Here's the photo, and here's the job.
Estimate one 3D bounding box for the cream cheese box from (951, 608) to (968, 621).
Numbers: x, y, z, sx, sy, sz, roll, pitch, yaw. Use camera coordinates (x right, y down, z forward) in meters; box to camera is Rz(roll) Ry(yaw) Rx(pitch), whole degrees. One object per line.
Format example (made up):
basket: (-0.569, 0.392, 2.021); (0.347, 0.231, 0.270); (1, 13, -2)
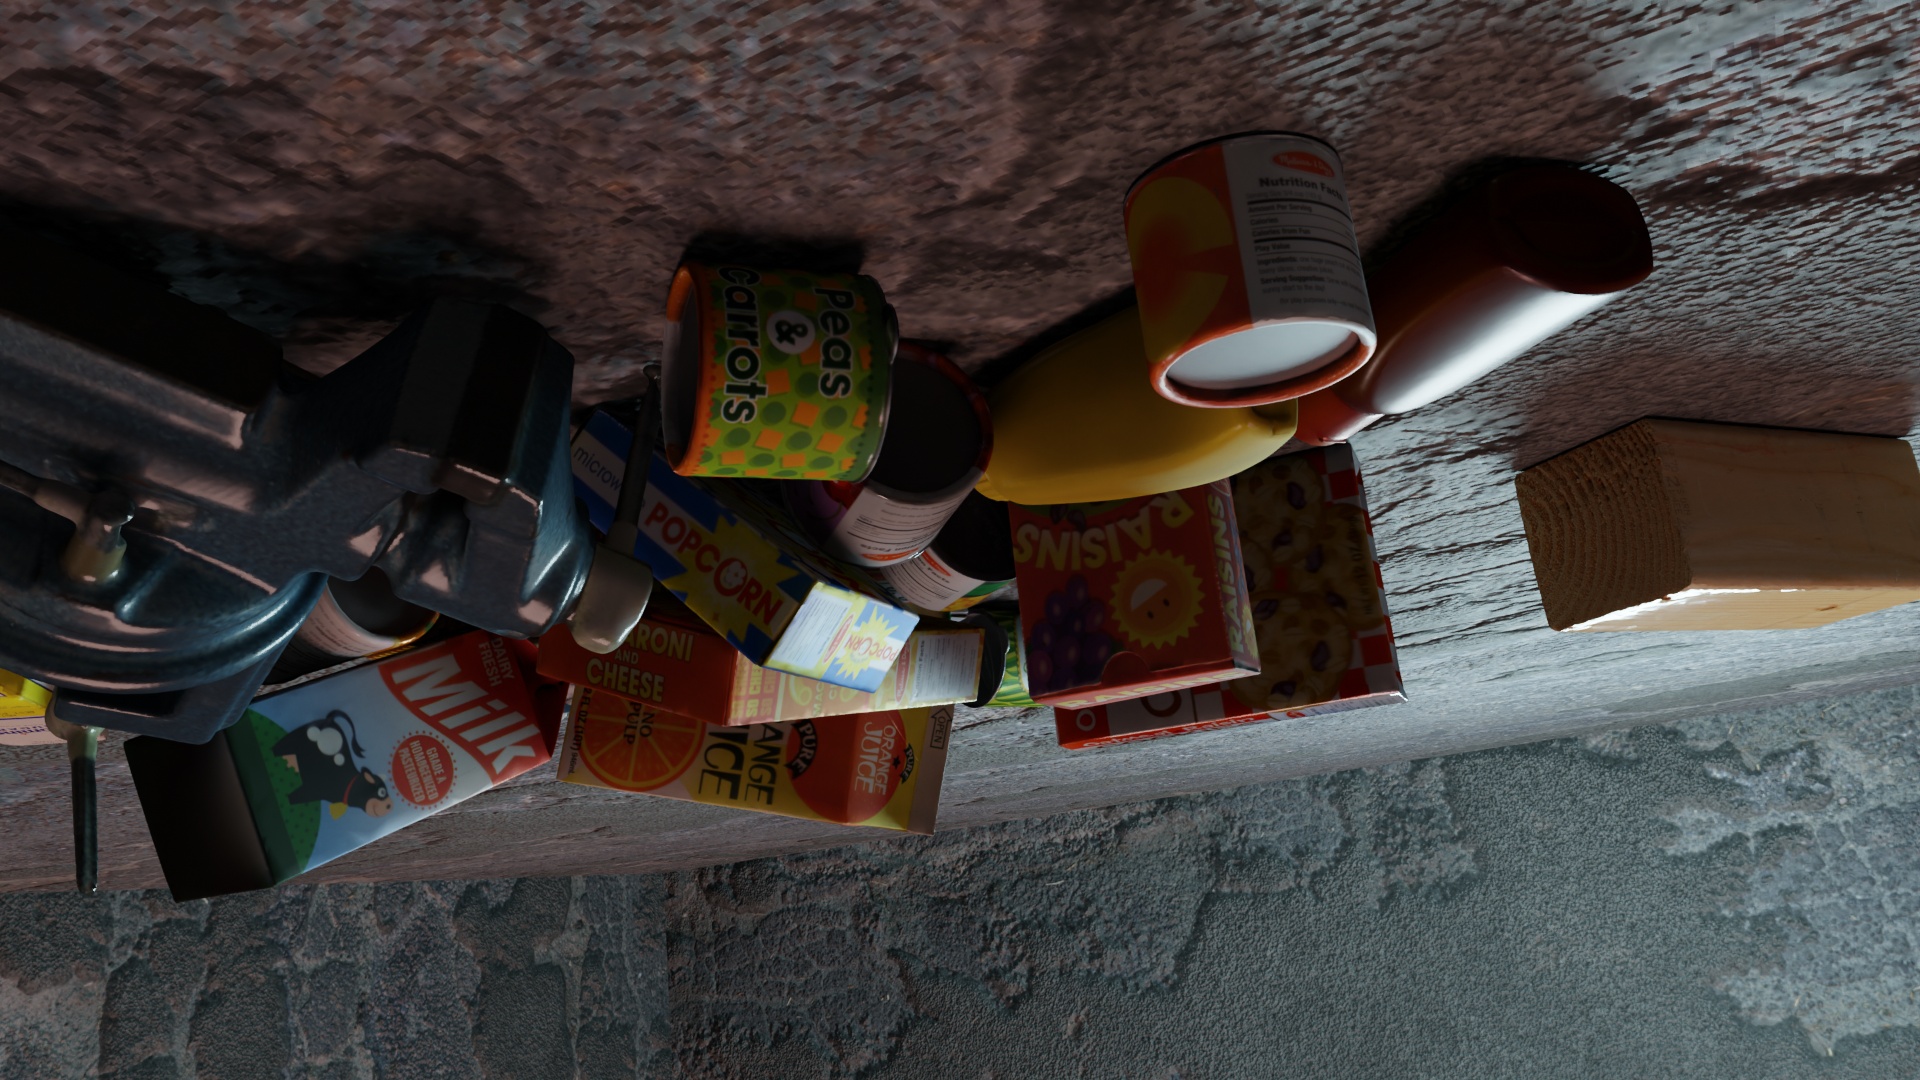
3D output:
cream cheese box: (-0.044, 0.049, 0.869); (0.053, 0.024, 0.103); (3, 162, -31)

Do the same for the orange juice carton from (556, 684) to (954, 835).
orange juice carton: (-0.102, 0.107, 0.731); (0.193, 0.072, 0.073); (7, 169, 6)

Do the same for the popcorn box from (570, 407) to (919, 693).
popcorn box: (-0.086, 0.004, 0.533); (0.127, 0.038, 0.085); (36, -176, 27)

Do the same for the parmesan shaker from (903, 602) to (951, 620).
parmesan shaker: (-0.062, 0.051, 0.781); (0.071, 0.071, 0.103); (9, 158, -44)

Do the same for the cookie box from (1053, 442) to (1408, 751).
cookie box: (0.124, 0.032, 0.691); (0.167, 0.123, 0.040); (-13, 162, 21)

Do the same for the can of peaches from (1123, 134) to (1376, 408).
can of peaches: (0.084, -0.076, 0.412); (0.071, 0.058, 0.071); (-6, 164, -2)

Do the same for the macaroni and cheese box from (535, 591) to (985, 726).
macaroni and cheese box: (-0.088, 0.049, 0.639); (0.124, 0.040, 0.167); (9, -177, 37)

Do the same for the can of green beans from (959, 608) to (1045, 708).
can of green beans: (0.032, 0.079, 0.930); (0.058, 0.071, 0.071); (5, 161, -35)

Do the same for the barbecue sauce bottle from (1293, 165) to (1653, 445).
barbecue sauce bottle: (0.161, -0.074, 0.481); (0.065, 0.044, 0.148); (-1, 164, -19)

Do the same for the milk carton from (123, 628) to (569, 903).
milk carton: (-0.260, 0.090, 0.633); (0.072, 0.073, 0.191); (-16, -177, 29)

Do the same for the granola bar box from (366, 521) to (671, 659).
granola bar box: (-0.207, 0.033, 0.723); (0.165, 0.039, 0.124); (-16, 162, 32)

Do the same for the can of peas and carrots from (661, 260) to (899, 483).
can of peas and carrots: (-0.058, -0.052, 0.428); (0.059, 0.071, 0.070); (1, 163, -22)

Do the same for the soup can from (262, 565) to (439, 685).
soup can: (-0.278, 0.021, 0.608); (0.083, 0.071, 0.071); (-16, 162, 27)

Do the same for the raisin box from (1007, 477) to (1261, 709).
raisin box: (0.066, -0.001, 0.553); (0.086, 0.123, 0.040); (-14, 162, 27)

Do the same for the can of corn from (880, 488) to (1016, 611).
can of corn: (0.002, -0.008, 0.615); (0.071, 0.071, 0.058); (1, 163, -23)

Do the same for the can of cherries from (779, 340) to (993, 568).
can of cherries: (-0.028, -0.033, 0.507); (0.071, 0.072, 0.058); (0, 157, -20)

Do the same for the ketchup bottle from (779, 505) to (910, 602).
ketchup bottle: (-0.065, 0.006, 0.675); (0.149, 0.043, 0.064); (5, 167, -33)

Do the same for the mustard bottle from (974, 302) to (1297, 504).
mustard bottle: (0.046, -0.044, 0.512); (0.049, 0.065, 0.160); (3, 169, -43)
